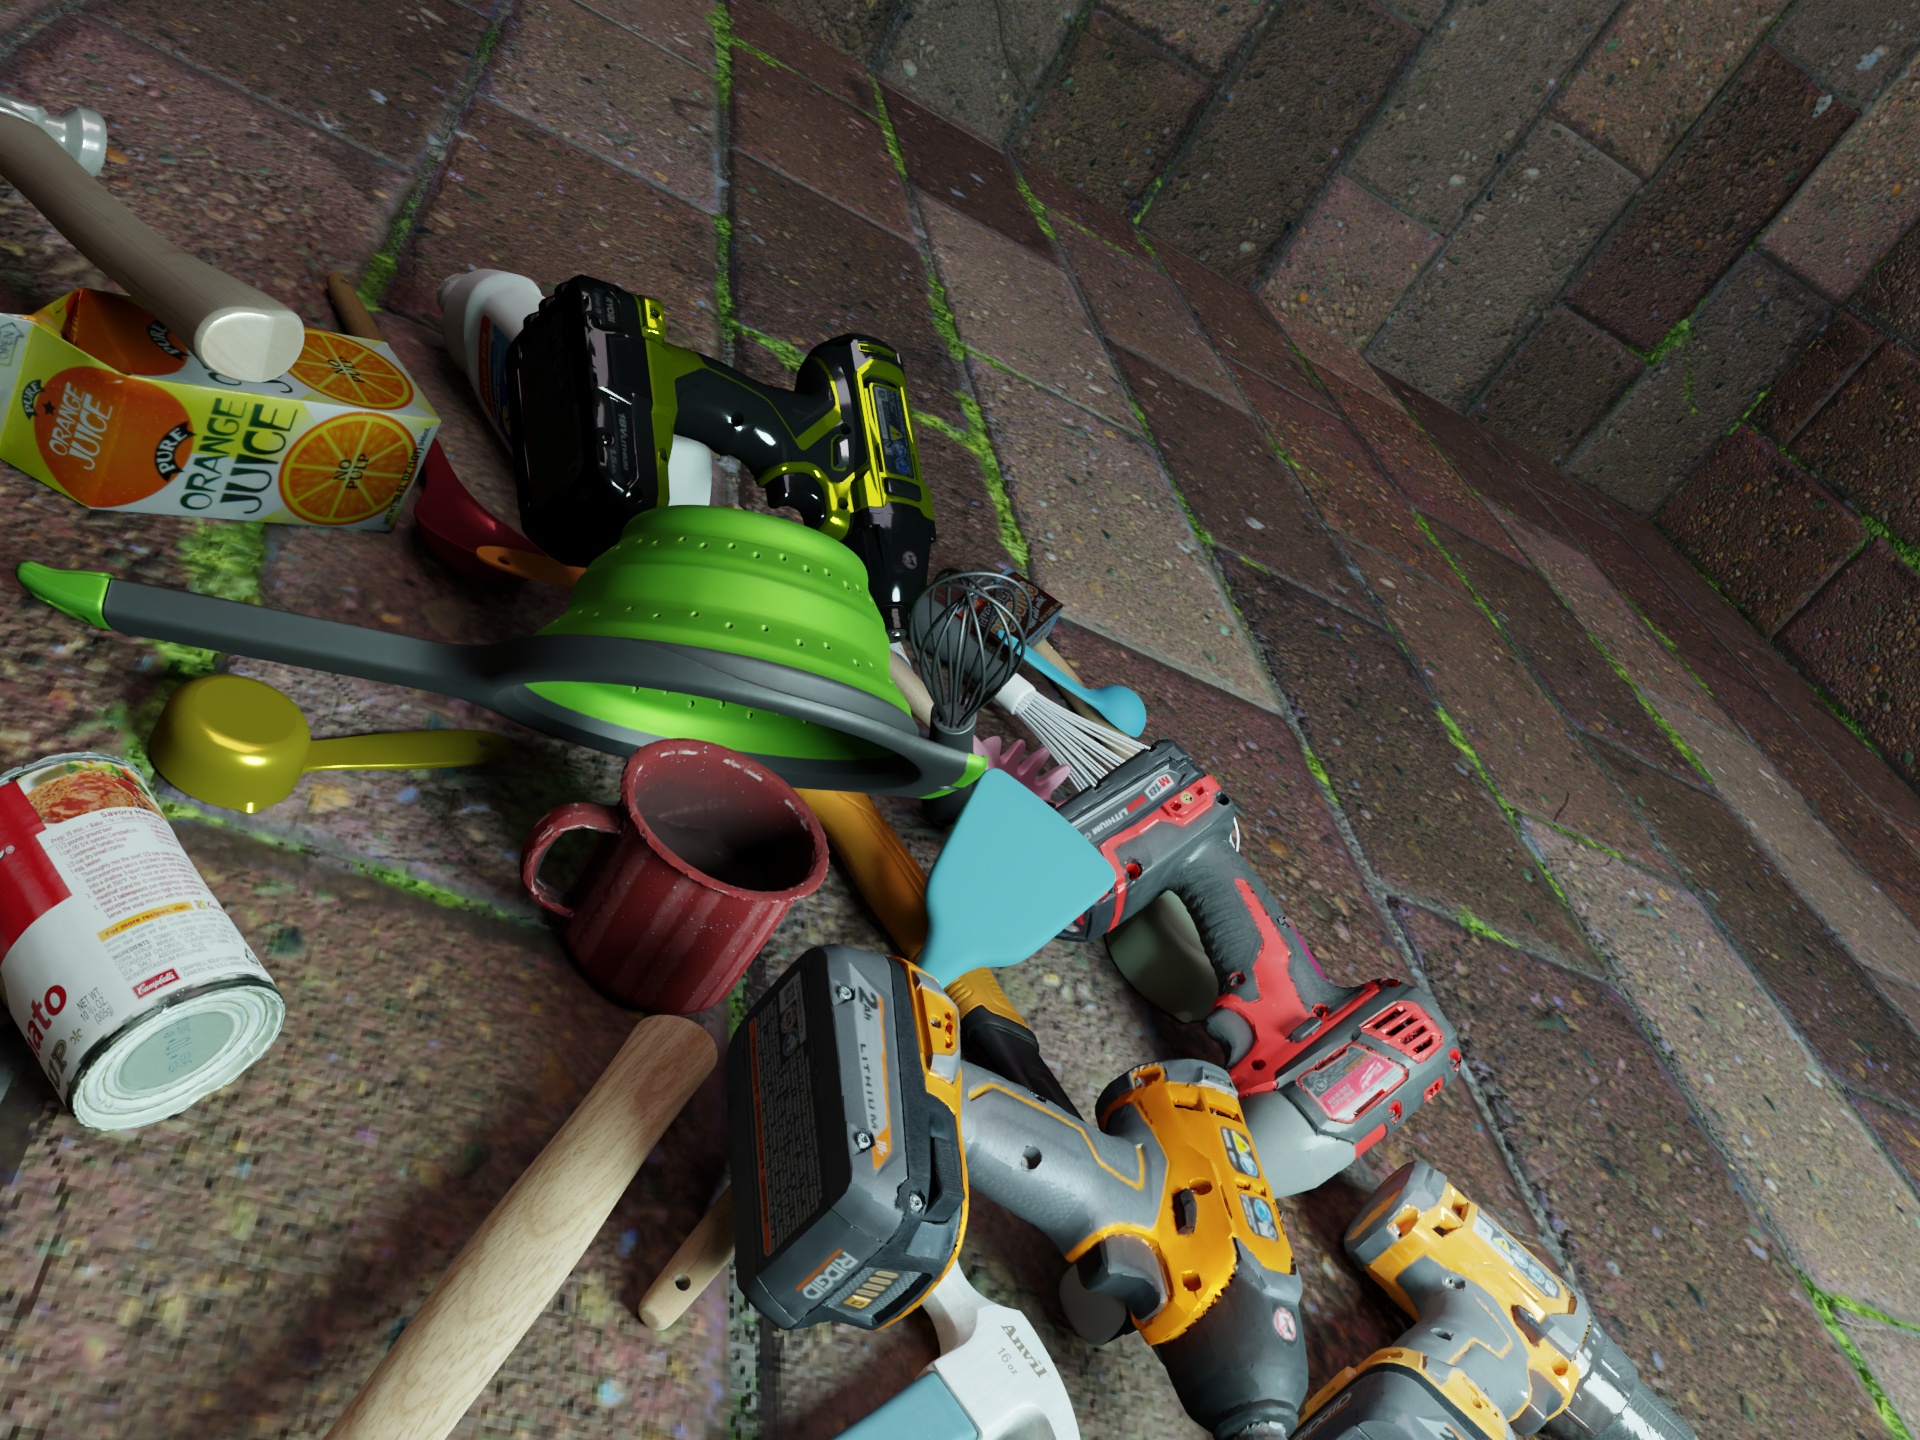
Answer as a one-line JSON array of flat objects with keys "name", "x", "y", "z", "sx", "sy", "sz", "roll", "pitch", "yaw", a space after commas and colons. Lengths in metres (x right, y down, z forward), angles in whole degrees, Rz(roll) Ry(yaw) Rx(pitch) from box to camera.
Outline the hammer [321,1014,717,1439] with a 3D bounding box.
[{"name": "hammer", "x": -0.148, "y": 0.179, "z": 0.474, "sx": 0.130, "sy": 0.031, "sz": 0.331, "roll": 14, "pitch": 21, "yaw": 7}]

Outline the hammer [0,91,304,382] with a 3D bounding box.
[{"name": "hammer", "x": -0.429, "y": -0.246, "z": 0.757, "sx": 0.146, "sy": 0.038, "sz": 0.411, "roll": -1, "pitch": 28, "yaw": -47}]

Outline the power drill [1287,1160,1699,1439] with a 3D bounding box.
[{"name": "power drill", "x": 0.235, "y": 0.306, "z": 0.679, "sx": 0.185, "sy": 0.084, "sz": 0.226, "roll": 42, "pitch": 24, "yaw": 11}]

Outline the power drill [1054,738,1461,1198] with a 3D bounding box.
[{"name": "power drill", "x": 0.127, "y": 0.130, "z": 0.799, "sx": 0.143, "sy": 0.078, "sz": 0.220, "roll": -33, "pitch": 66, "yaw": -17}]

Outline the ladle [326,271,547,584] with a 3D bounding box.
[{"name": "ladle", "x": -0.308, "y": -0.169, "z": 0.890, "sx": 0.069, "sy": 0.031, "sz": 0.316, "roll": 12, "pitch": 32, "yaw": -47}]

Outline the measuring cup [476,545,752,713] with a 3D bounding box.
[{"name": "measuring cup", "x": -0.170, "y": -0.043, "z": 0.815, "sx": 0.173, "sy": 0.052, "sz": 0.095, "roll": 17, "pitch": 32, "yaw": -28}]

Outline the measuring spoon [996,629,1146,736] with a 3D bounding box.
[{"name": "measuring spoon", "x": 0.077, "y": -0.031, "z": 1.042, "sx": 0.128, "sy": 0.021, "sz": 0.042, "roll": 33, "pitch": 20, "yaw": -27}]

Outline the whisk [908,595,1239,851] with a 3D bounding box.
[{"name": "whisk", "x": 0.057, "y": 0.004, "z": 0.992, "sx": 0.285, "sy": 0.070, "sz": 0.070, "roll": 39, "pitch": 27, "yaw": 21}]

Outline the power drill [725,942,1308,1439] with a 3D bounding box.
[{"name": "power drill", "x": 0.032, "y": 0.182, "z": 0.575, "sx": 0.226, "sy": 0.084, "sz": 0.164, "roll": 25, "pitch": 32, "yaw": -29}]

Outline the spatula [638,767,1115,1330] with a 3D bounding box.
[{"name": "spatula", "x": -0.031, "y": 0.127, "z": 0.655, "sx": 0.082, "sy": 0.044, "sz": 0.317, "roll": 41, "pitch": 37, "yaw": 3}]

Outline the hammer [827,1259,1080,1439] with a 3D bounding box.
[{"name": "hammer", "x": -0.077, "y": 0.249, "z": 0.468, "sx": 0.331, "sy": 0.033, "sz": 0.128, "roll": -6, "pitch": 47, "yaw": -52}]

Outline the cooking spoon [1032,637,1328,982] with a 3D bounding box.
[{"name": "cooking spoon", "x": 0.134, "y": 0.053, "z": 1.031, "sx": 0.068, "sy": 0.017, "sz": 0.319, "roll": 25, "pitch": 23, "yaw": -55}]

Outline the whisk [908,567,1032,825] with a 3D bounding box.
[{"name": "whisk", "x": 0.000, "y": -0.003, "z": 0.781, "sx": 0.055, "sy": 0.238, "sz": 0.055, "roll": 2, "pitch": 62, "yaw": -3}]

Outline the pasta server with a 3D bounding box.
[{"name": "pasta server", "x": -0.019, "y": -0.019, "z": 0.842, "sx": 0.315, "sy": 0.040, "sz": 0.060, "roll": 44, "pitch": 14, "yaw": -41}]

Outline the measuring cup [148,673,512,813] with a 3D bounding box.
[{"name": "measuring cup", "x": -0.253, "y": 0.005, "z": 0.665, "sx": 0.156, "sy": 0.029, "sz": 0.062, "roll": -2, "pitch": 45, "yaw": -47}]

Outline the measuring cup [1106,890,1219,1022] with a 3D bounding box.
[{"name": "measuring cup", "x": 0.161, "y": 0.139, "z": 0.900, "sx": 0.167, "sy": 0.038, "sz": 0.083, "roll": 19, "pitch": 31, "yaw": -24}]

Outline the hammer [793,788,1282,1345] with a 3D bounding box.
[{"name": "hammer", "x": 0.011, "y": 0.129, "z": 0.755, "sx": 0.127, "sy": 0.034, "sz": 0.337, "roll": -1, "pitch": 43, "yaw": -47}]

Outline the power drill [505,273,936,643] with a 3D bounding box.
[{"name": "power drill", "x": -0.110, "y": -0.130, "z": 0.817, "sx": 0.223, "sy": 0.080, "sz": 0.171, "roll": 5, "pitch": 68, "yaw": -43}]

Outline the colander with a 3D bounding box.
[{"name": "colander", "x": -0.180, "y": -0.051, "z": 0.685, "sx": 0.397, "sy": 0.094, "sz": 0.204, "roll": 12, "pitch": -12, "yaw": -12}]
